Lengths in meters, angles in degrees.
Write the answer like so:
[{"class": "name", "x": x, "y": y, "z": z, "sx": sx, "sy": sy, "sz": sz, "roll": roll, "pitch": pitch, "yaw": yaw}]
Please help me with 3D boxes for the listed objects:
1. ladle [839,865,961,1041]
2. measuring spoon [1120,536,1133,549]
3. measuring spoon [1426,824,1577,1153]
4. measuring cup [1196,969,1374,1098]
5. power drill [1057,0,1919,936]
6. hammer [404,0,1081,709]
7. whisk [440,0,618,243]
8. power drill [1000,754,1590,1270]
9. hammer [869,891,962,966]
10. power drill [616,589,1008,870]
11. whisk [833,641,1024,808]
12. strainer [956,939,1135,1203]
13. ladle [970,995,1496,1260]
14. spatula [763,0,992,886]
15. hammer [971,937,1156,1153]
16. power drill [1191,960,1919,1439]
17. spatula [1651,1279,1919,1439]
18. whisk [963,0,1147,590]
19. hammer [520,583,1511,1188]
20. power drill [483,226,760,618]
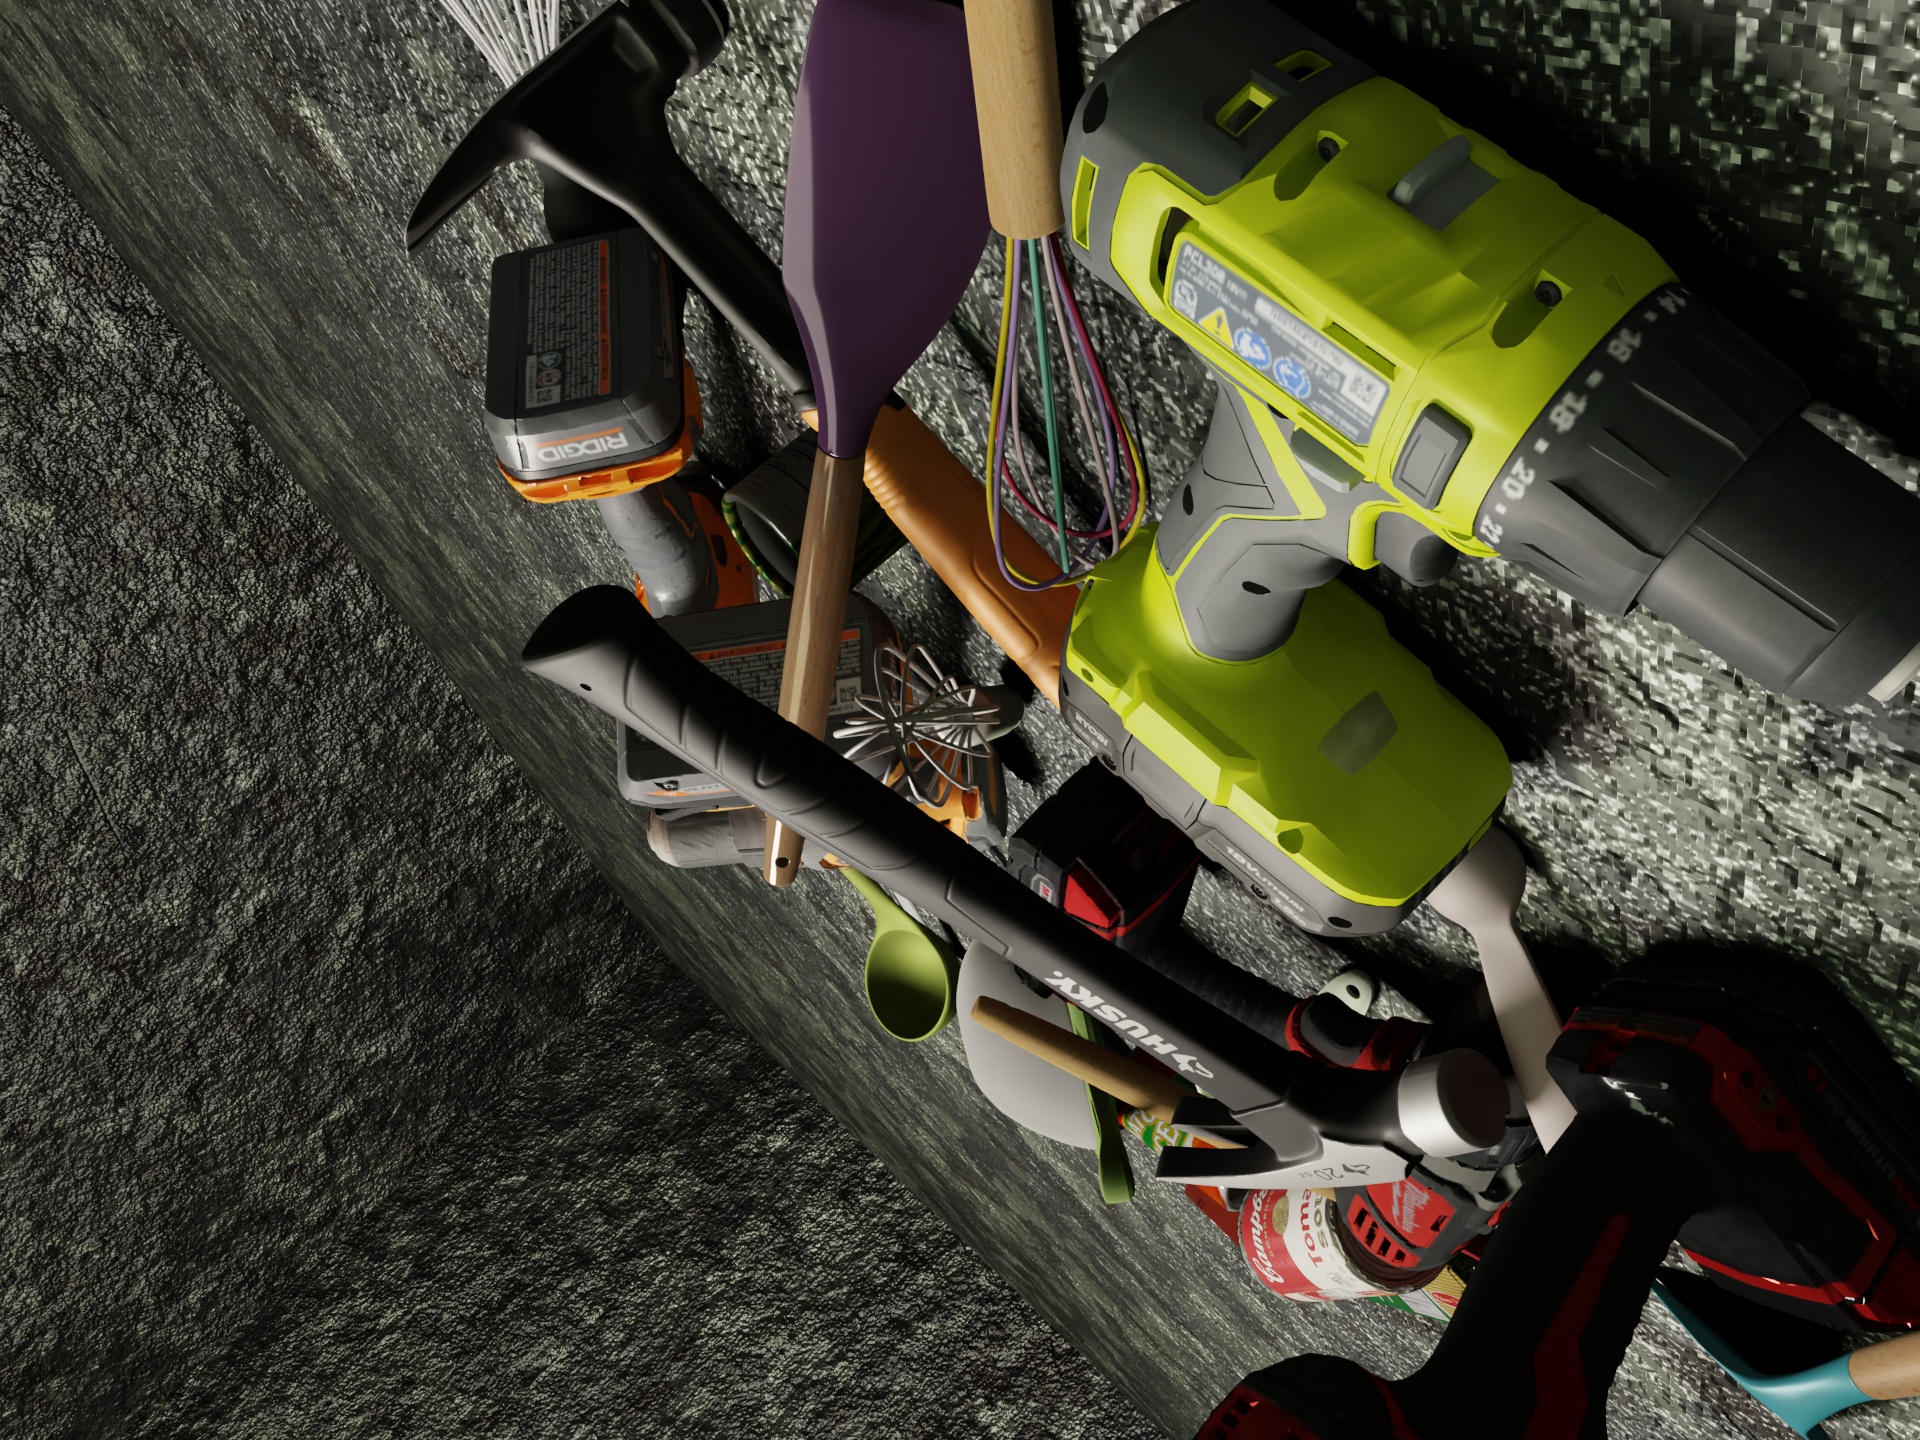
[{"class": "ladle", "x": -0.091, "y": 0.081, "z": 1.021, "sx": 0.078, "sy": 0.062, "sz": 0.320, "roll": -8, "pitch": 125, "yaw": 41}, {"class": "measuring spoon", "x": 0.095, "y": -0.022, "z": 0.536, "sx": 0.117, "sy": 0.011, "sz": 0.021, "roll": 42, "pitch": 162, "yaw": 18}, {"class": "measuring spoon", "x": 0.173, "y": 0.091, "z": 0.495, "sx": 0.034, "sy": 0.018, "sz": 0.124, "roll": -24, "pitch": 82, "yaw": 38}, {"class": "measuring cup", "x": 0.160, "y": 0.148, "z": 0.725, "sx": 0.083, "sy": 0.038, "sz": 0.167, "roll": 44, "pitch": 146, "yaw": 19}, {"class": "power drill", "x": 0.104, "y": -0.035, "z": 0.385, "sx": 0.191, "sy": 0.080, "sz": 0.228, "roll": 42, "pitch": 159, "yaw": 19}, {"class": "hammer", "x": -0.027, "y": -0.085, "z": 0.546, "sx": 0.336, "sy": 0.127, "sz": 0.034, "roll": 46, "pitch": 168, "yaw": -13}, {"class": "whisk", "x": -0.163, "y": -0.248, "z": 0.598, "sx": 0.070, "sy": 0.070, "sz": 0.284, "roll": 45, "pitch": 167, "yaw": 10}, {"class": "power drill", "x": 0.126, "y": 0.101, "z": 0.615, "sx": 0.227, "sy": 0.080, "sz": 0.187, "roll": 37, "pitch": 149, "yaw": 23}, {"class": "hammer", "x": -0.079, "y": 0.062, "z": 1.089, "sx": 0.144, "sy": 0.035, "sz": 0.405, "roll": 28, "pitch": 154, "yaw": 46}, {"class": "power drill", "x": -0.086, "y": 0.022, "z": 0.735, "sx": 0.226, "sy": 0.185, "sz": 0.084, "roll": 53, "pitch": -149, "yaw": -69}, {"class": "whisk", "x": -0.001, "y": -0.002, "z": 0.624, "sx": 0.246, "sy": 0.058, "sz": 0.059, "roll": -13, "pitch": -96, "yaw": -81}, {"class": "strainer", "x": 0.038, "y": 0.173, "z": 0.787, "sx": 0.256, "sy": 0.069, "sz": 0.151, "roll": -101, "pitch": -1, "yaw": -78}, {"class": "ladle", "x": 0.146, "y": 0.194, "z": 0.695, "sx": 0.315, "sy": 0.031, "sz": 0.069, "roll": 27, "pitch": 176, "yaw": -5}, {"class": "spatula", "x": -0.039, "y": -0.064, "z": 0.508, "sx": 0.018, "sy": 0.059, "sz": 0.315, "roll": -96, "pitch": 16, "yaw": -52}, {"class": "hammer", "x": 0.020, "y": 0.124, "z": 0.944, "sx": 0.408, "sy": 0.036, "sz": 0.149, "roll": 48, "pitch": 137, "yaw": -17}, {"class": "power drill", "x": 0.175, "y": 0.182, "z": 0.434, "sx": 0.143, "sy": 0.220, "sz": 0.078, "roll": 50, "pitch": 163, "yaw": -7}, {"class": "spatula", "x": 0.299, "y": 0.189, "z": 0.490, "sx": 0.082, "sy": 0.044, "sz": 0.317, "roll": 43, "pitch": 157, "yaw": 17}, {"class": "whisk", "x": 0.025, "y": -0.125, "z": 0.448, "sx": 0.047, "sy": 0.051, "sz": 0.244, "roll": 5, "pitch": 143, "yaw": 13}, {"class": "hammer", "x": 0.007, "y": 0.062, "z": 0.521, "sx": 0.334, "sy": 0.035, "sz": 0.146, "roll": 34, "pitch": 146, "yaw": -14}, {"class": "power drill", "x": -0.146, "y": -0.114, "z": 0.747, "sx": 0.226, "sy": 0.084, "sz": 0.164, "roll": 76, "pitch": -176, "yaw": -55}]
